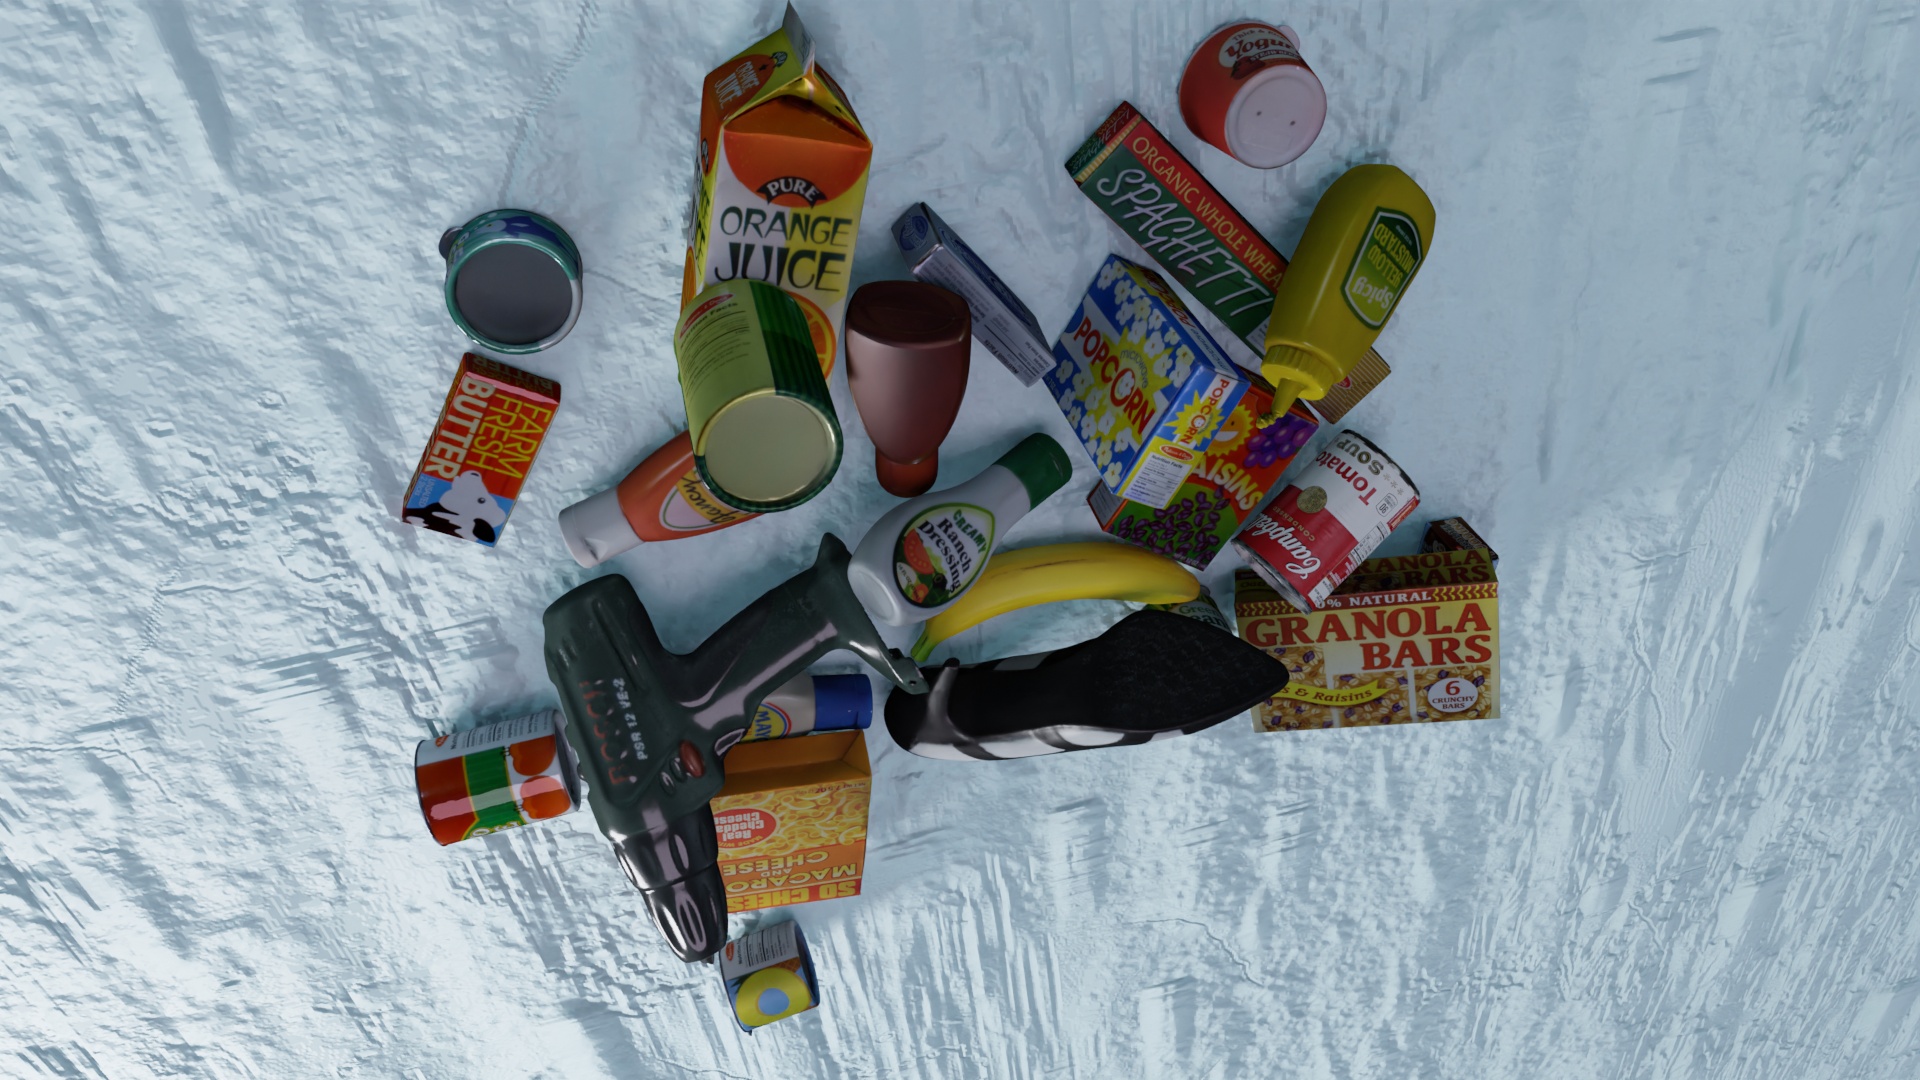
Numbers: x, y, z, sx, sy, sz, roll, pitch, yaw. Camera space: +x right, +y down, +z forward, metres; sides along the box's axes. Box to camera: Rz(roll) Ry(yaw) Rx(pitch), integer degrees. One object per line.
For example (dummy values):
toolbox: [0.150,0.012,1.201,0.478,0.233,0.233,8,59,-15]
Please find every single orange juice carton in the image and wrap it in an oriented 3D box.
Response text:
orange juice carton: [-0.092,-0.159,0.682,0.073,0.072,0.191,2,125,-18]

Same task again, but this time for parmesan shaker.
parmesan shaker: [-0.096,-0.065,0.637,0.071,0.103,0.071,-9,128,-11]

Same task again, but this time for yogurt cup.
yogurt cup: [0.153,-0.227,0.717,0.072,0.054,0.072,-8,128,-10]

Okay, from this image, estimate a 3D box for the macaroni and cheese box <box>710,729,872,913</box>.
macaroni and cheese box: [-0.125,0.192,0.928,0.124,0.040,0.165,-5,141,-11]

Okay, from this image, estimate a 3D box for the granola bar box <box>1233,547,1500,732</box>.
granola bar box: [0.276,0.070,0.943,0.165,0.039,0.123,-6,126,15]

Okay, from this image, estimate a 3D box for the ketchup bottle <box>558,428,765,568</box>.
ketchup bottle: [-0.150,-0.031,0.779,0.149,0.044,0.064,-24,129,2]

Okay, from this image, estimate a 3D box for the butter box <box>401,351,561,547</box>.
butter box: [-0.257,-0.048,0.746,0.053,0.024,0.103,18,119,-28]

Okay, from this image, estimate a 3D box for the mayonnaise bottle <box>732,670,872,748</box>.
mayonnaise bottle: [-0.132,0.106,0.886,0.148,0.041,0.064,-1,130,-15]

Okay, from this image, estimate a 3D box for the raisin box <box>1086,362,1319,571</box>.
raisin box: [0.148,-0.048,0.857,0.086,0.040,0.123,22,116,-28]

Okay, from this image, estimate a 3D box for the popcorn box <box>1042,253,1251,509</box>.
popcorn box: [0.097,-0.088,0.756,0.038,0.127,0.085,15,120,-29]

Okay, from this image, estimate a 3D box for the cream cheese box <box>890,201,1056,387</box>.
cream cheese box: [0.008,-0.131,0.745,0.024,0.053,0.103,-39,126,15]

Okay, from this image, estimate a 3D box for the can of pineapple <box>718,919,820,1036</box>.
can of pineapple: [-0.140,0.323,1.027,0.058,0.071,0.070,-19,128,-3]

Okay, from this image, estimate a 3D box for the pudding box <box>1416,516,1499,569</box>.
pudding box: [0.338,0.031,0.965,0.030,0.050,0.083,-6,128,-14]

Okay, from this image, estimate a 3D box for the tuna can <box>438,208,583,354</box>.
tuna can: [-0.224,-0.129,0.690,0.071,0.033,0.070,-8,128,-11]

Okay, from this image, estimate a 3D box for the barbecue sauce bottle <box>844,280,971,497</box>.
barbecue sauce bottle: [-0.029,-0.076,0.750,0.065,0.044,0.147,8,149,2]

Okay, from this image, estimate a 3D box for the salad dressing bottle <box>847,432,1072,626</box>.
salad dressing bottle: [0.003,-0.010,0.799,0.148,0.044,0.064,-39,109,-27]

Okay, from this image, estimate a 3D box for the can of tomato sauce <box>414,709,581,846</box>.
can of tomato sauce: [-0.282,0.147,0.855,0.083,0.071,0.070,-13,128,-7]

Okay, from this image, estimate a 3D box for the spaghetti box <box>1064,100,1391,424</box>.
spaghetti box: [0.157,-0.152,0.789,0.249,0.029,0.050,34,111,-33]

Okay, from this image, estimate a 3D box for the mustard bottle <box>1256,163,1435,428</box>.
mustard bottle: [0.205,-0.128,0.766,0.065,0.049,0.160,33,80,-32]

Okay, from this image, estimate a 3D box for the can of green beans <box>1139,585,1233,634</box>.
can of green beans: [0.154,0.076,0.938,0.071,0.058,0.071,-8,127,-11]
